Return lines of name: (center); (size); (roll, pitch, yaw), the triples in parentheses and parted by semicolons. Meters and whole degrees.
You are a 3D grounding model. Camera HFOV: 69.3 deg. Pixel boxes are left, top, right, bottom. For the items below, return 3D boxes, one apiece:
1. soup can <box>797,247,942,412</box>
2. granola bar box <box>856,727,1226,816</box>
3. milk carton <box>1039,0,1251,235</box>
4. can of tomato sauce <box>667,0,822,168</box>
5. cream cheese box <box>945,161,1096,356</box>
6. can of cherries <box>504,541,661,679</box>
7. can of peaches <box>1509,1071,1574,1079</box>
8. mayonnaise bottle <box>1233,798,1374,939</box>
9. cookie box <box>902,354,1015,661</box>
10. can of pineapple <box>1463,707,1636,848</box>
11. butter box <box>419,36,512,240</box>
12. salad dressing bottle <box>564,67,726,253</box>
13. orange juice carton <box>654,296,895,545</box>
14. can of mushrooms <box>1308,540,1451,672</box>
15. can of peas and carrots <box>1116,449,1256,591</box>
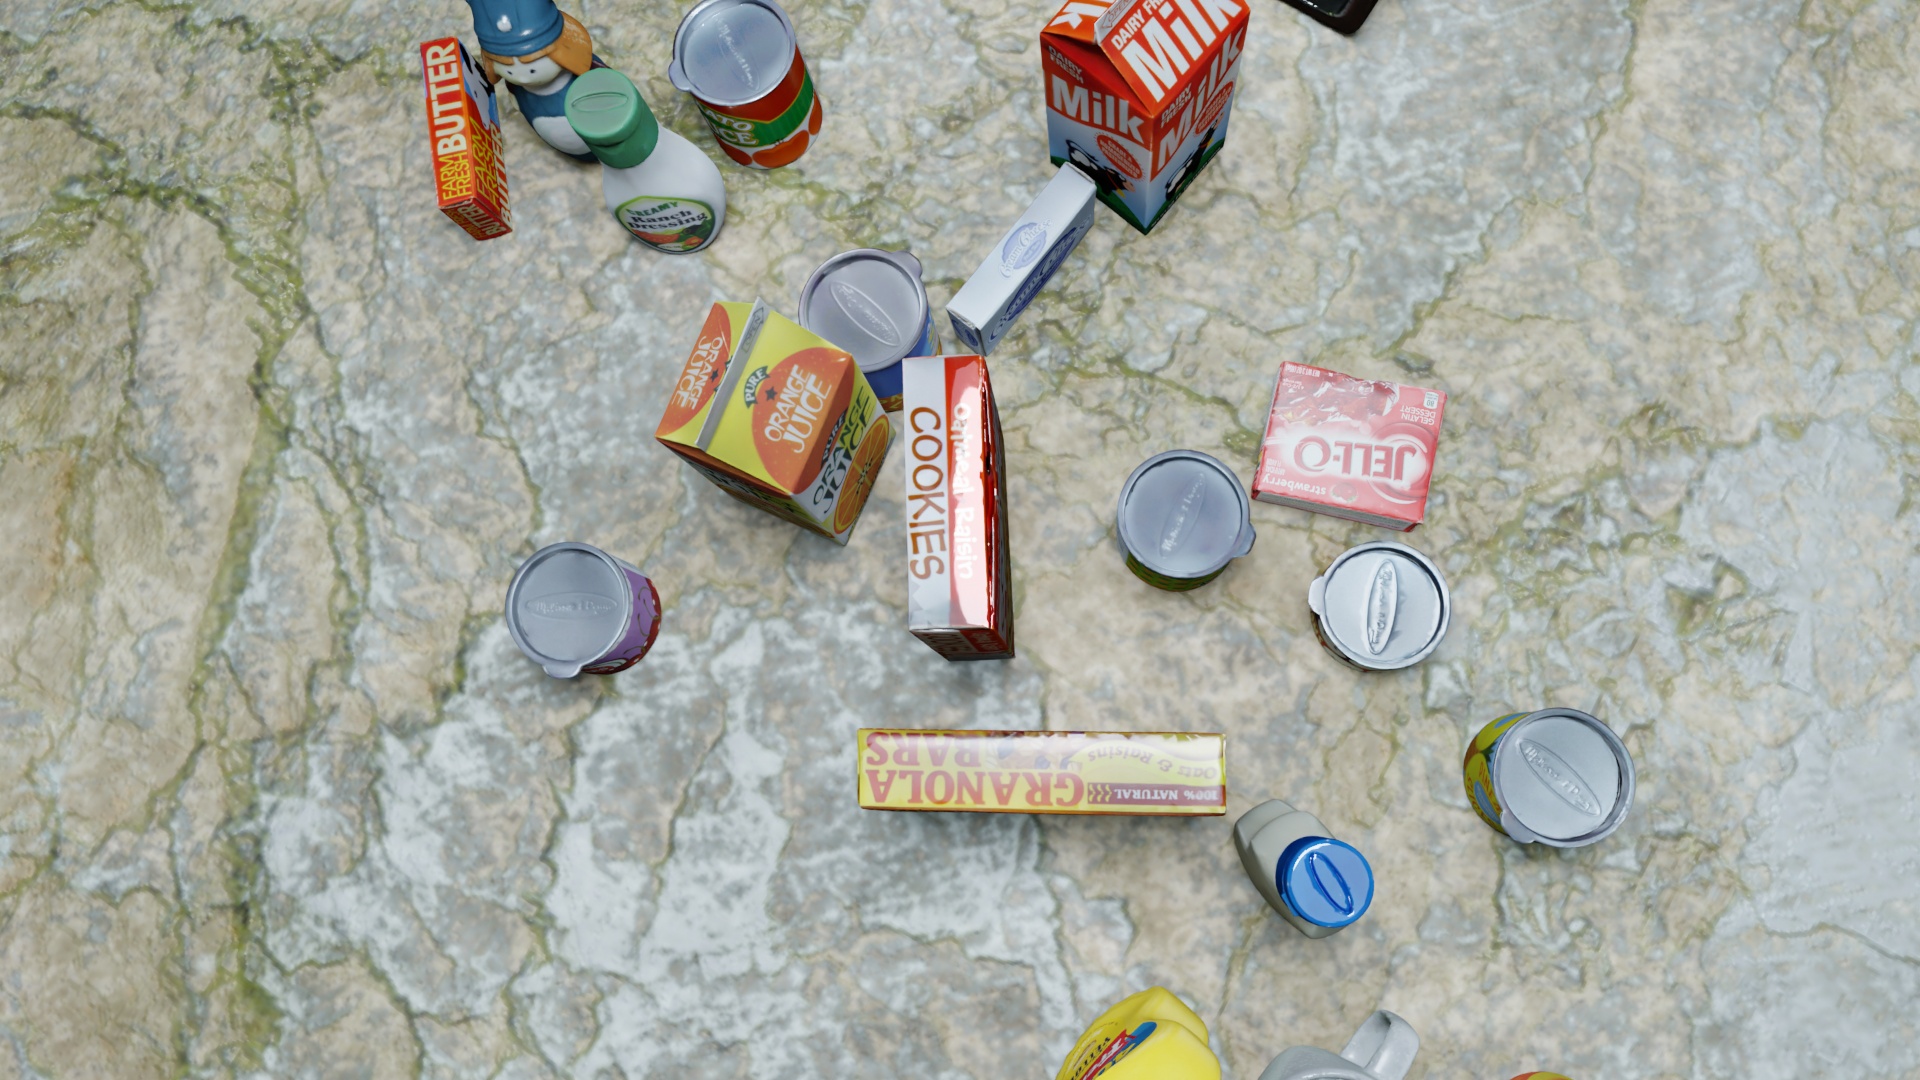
soup can: (-0.044, -0.112, 0.743); (0.071, 0.083, 0.071); (-1, 80, 5)
granola bar box: (0.041, 0.113, 0.675); (0.165, 0.124, 0.039); (0, 81, 5)
milk carton: (0.091, -0.234, 0.698); (0.073, 0.190, 0.072); (40, 86, 10)
can of tomato sauce: (-0.118, -0.253, 0.775); (0.071, 0.083, 0.071); (-1, 80, 5)
cream cheese box: (0.035, -0.152, 0.758); (0.024, 0.053, 0.104); (38, 85, 10)
can of cherries: (-0.201, 0.040, 0.743); (0.071, 0.058, 0.071); (-1, 80, 5)
can of peaches: (0.286, 0.288, 0.656); (0.071, 0.058, 0.071); (-1, 80, 5)
mayonnaise bottle: (0.160, 0.154, 0.645); (0.041, 0.148, 0.065); (-31, 79, 0)
cookie box: (0.002, -0.008, 0.678); (0.040, 0.167, 0.123); (-3, 80, 5)
can of pineapple: (0.287, 0.118, 0.686); (0.071, 0.058, 0.071); (-1, 80, 5)
butter box: (-0.285, -0.231, 0.801); (0.024, 0.053, 0.103); (-11, 79, 3)
salad dressing bottle: (-0.167, -0.199, 0.737); (0.064, 0.147, 0.044); (-5, 80, 4)
orange juice carton: (-0.090, -0.057, 0.682); (0.073, 0.192, 0.072); (22, 83, 8)
can of mushrooms: (0.214, 0.034, 0.720); (0.071, 0.033, 0.071); (-1, 80, 5)
can of peas and carrots: (0.116, -0.008, 0.723); (0.071, 0.058, 0.071); (-1, 80, 5)
